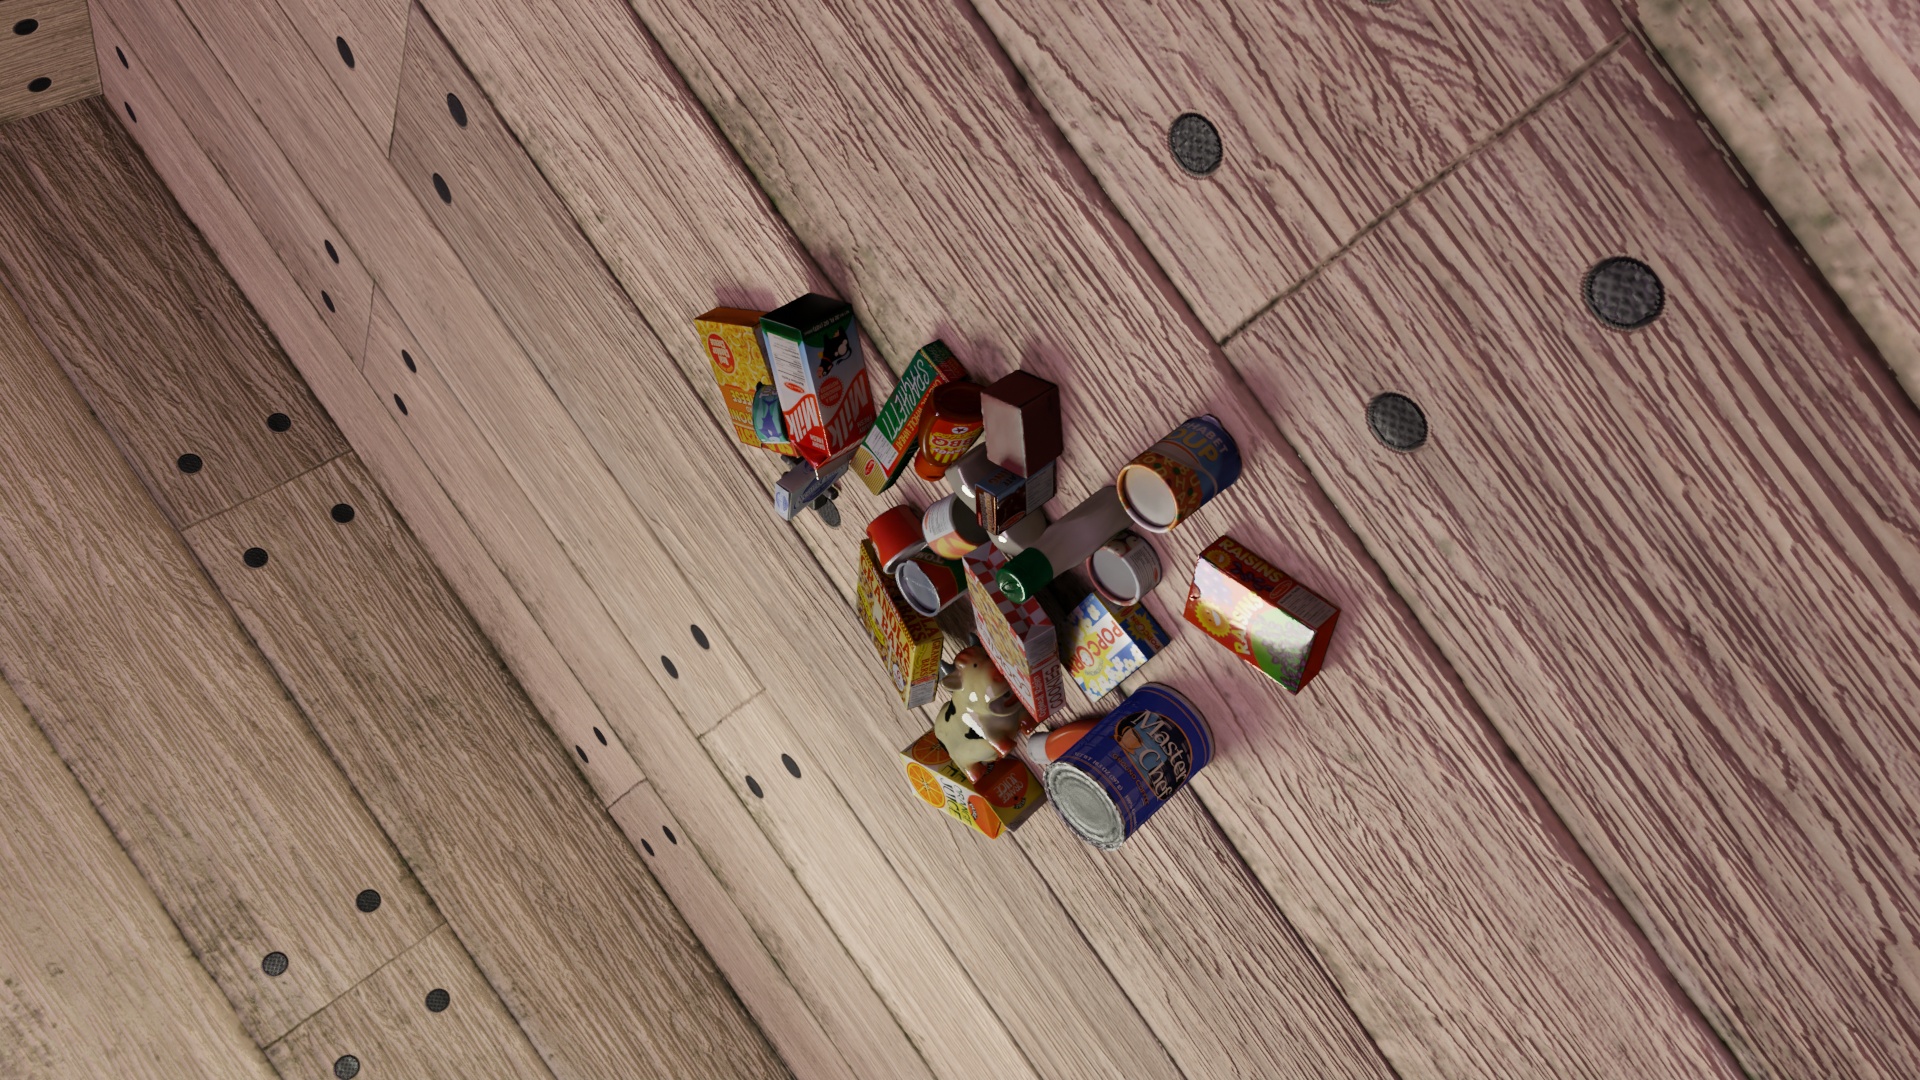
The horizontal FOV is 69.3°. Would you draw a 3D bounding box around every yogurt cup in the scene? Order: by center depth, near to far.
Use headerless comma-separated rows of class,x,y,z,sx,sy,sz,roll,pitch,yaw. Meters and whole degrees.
yogurt cup,-0.068,-0.003,1.538,0.054,0.073,0.072,57,149,13

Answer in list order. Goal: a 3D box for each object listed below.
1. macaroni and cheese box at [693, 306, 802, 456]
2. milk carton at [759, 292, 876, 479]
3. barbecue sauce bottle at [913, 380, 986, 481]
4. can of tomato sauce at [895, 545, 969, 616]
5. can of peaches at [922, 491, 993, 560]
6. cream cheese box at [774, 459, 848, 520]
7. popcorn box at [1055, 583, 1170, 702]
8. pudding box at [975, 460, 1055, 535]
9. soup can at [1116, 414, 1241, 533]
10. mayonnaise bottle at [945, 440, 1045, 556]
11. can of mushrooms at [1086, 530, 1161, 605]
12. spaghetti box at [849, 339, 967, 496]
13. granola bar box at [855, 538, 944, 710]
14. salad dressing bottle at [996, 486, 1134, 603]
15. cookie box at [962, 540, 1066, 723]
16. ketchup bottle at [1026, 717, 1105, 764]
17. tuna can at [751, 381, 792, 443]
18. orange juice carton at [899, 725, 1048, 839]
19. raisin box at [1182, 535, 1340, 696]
macaroni and cheese box,-0.237,-0.184,1.616,0.124,0.040,0.165,15,131,47
milk carton,-0.147,-0.160,1.489,0.073,0.073,0.189,23,135,41
barbecue sauce bottle,-0.014,-0.105,1.377,0.148,0.065,0.044,121,144,-64
can of tomato sauce,-0.017,0.030,1.480,0.071,0.083,0.070,33,142,31
can of peaches,0.005,-0.018,1.426,0.071,0.071,0.058,58,148,-4
cream cheese box,-0.166,-0.071,1.566,0.024,0.104,0.053,36,145,17
popcorn box,0.143,0.099,1.373,0.085,0.038,0.126,50,148,8
pudding box,0.052,-0.048,1.315,0.030,0.084,0.049,32,141,33
soup can,0.179,-0.056,1.140,0.071,0.084,0.071,33,141,32
mayonnaise bottle,0.048,-0.024,1.367,0.148,0.065,0.041,57,147,-9
can of mushrooms,0.151,0.026,1.300,0.071,0.033,0.070,33,142,30
spaghetti box,-0.058,-0.123,1.445,0.050,0.029,0.249,51,148,7
granola bar box,-0.071,0.092,1.598,0.123,0.039,0.166,98,150,-47
salad dressing bottle,0.094,0.004,1.246,0.064,0.148,0.044,-17,105,57
cookie box,0.055,0.096,1.421,0.123,0.040,0.166,55,167,33
ketchup bottle,0.127,0.225,1.505,0.148,0.044,0.064,-13,108,57
tuna can,-0.203,-0.142,1.533,0.033,0.071,0.070,0,125,16
orange juice carton,0.020,0.297,1.687,0.193,0.072,0.072,19,134,44
raisin box,0.255,0.064,1.191,0.123,0.040,0.085,37,145,28
